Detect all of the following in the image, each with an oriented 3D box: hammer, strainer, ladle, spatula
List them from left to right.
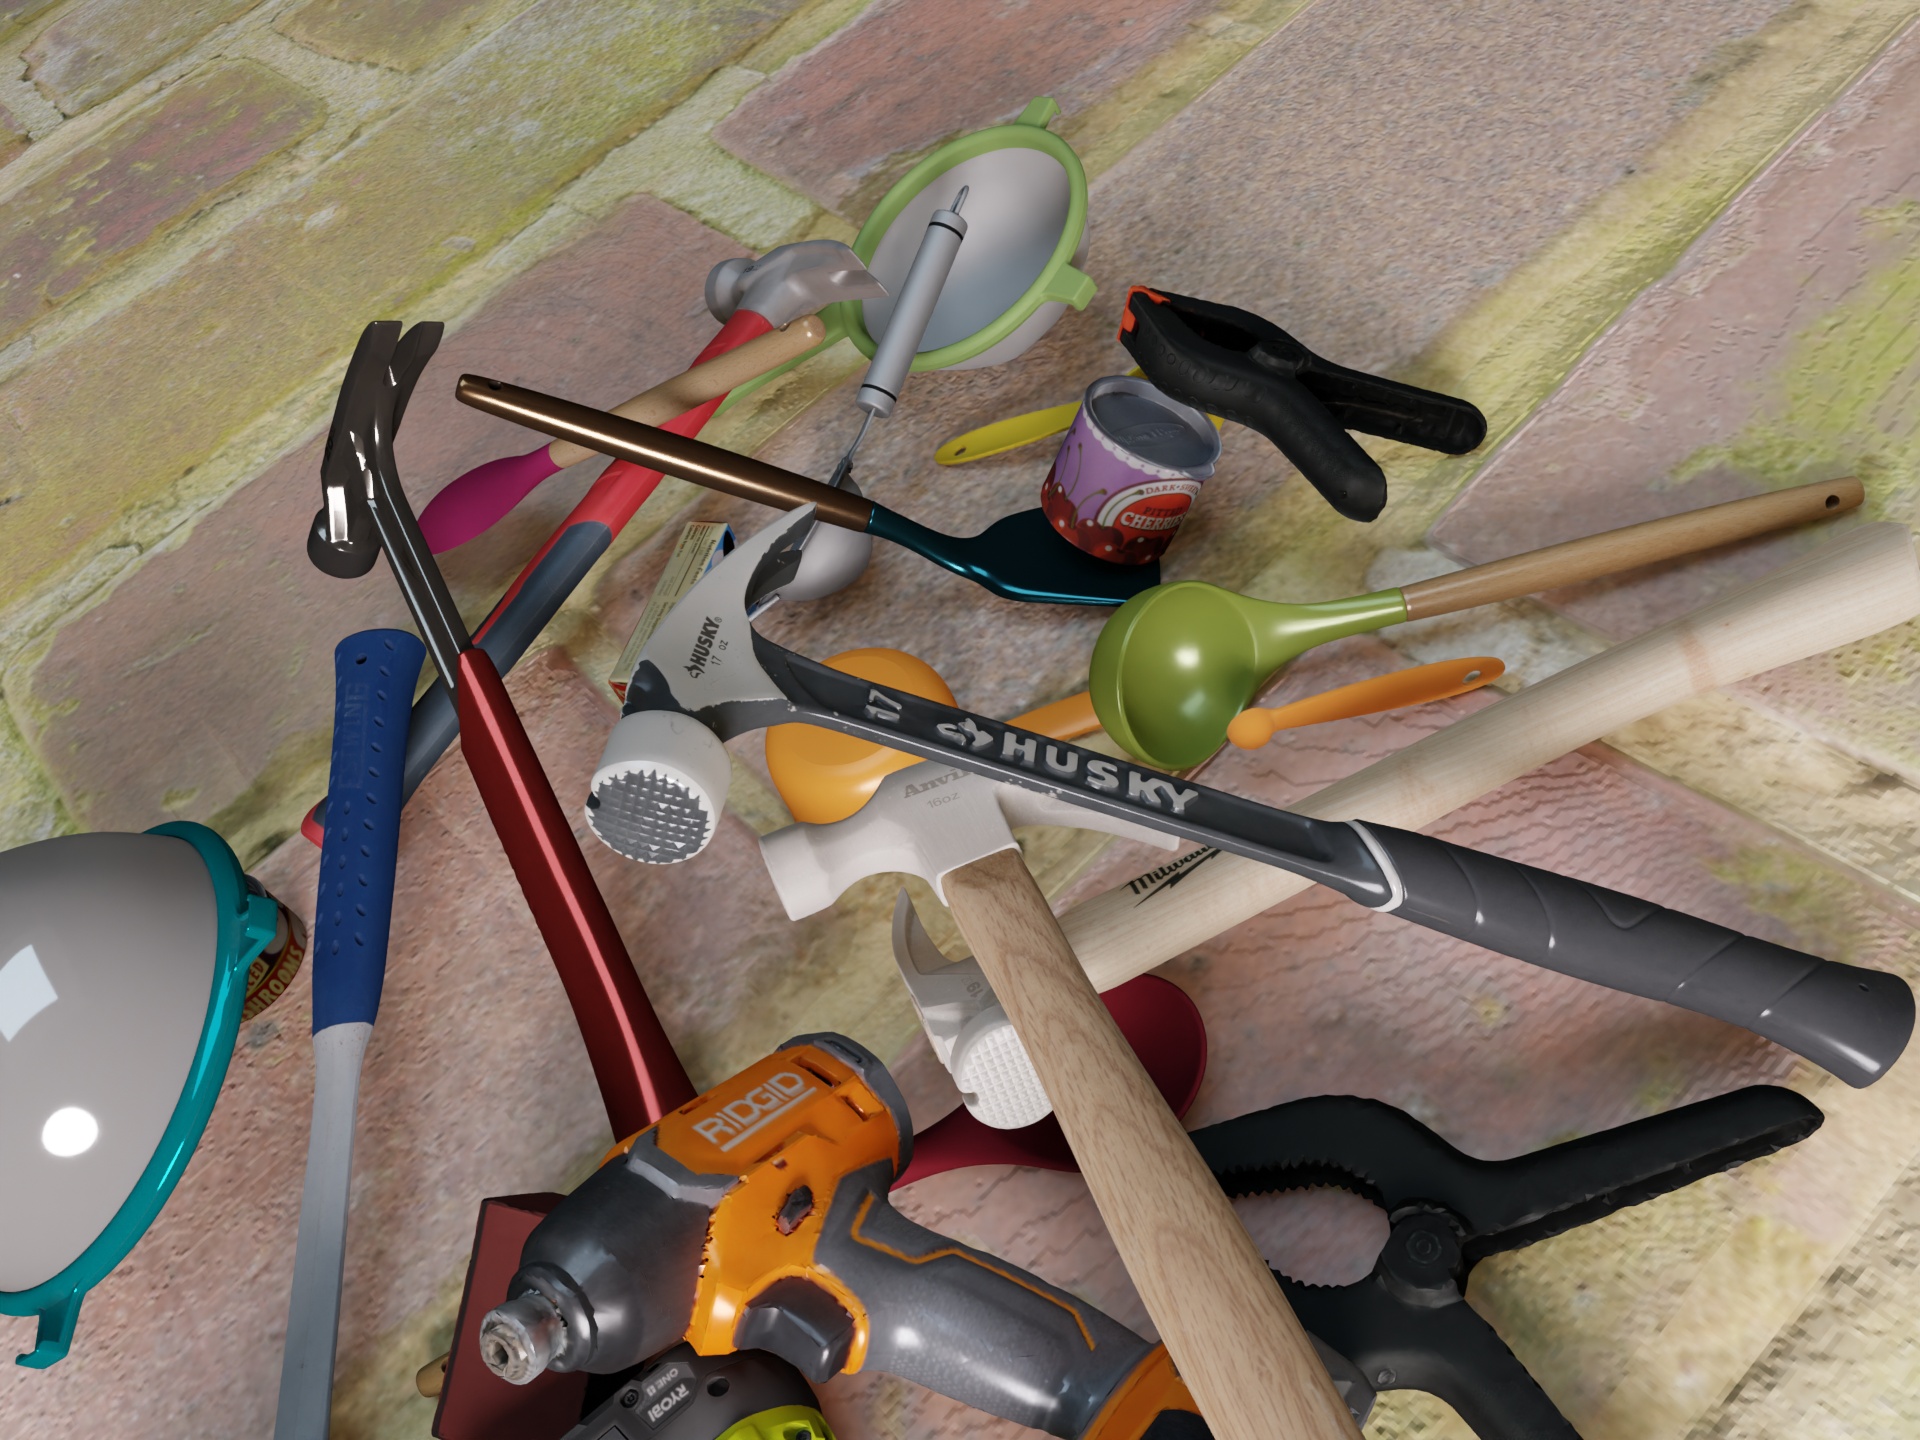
[{"bbox_3d":[-0.438,0.115,0.696,0.341,0.095,0.211,17,80,43],"label":"strainer"},{"bbox_3d":[-0.255,0.137,0.640,0.144,0.035,0.406,-17,56,13],"label":"hammer"},{"bbox_3d":[-0.181,0.015,0.643,0.036,0.149,0.359,-13,65,-40],"label":"hammer"},{"bbox_3d":[-0.183,-0.088,0.788,0.143,0.038,0.386,15,66,53],"label":"hammer"},{"bbox_3d":[-0.055,0.177,0.575,0.315,0.031,0.069,-25,51,3],"label":"ladle"},{"bbox_3d":[-0.062,-0.108,0.710,0.317,0.044,0.082,15,46,-18],"label":"spatula"},{"bbox_3d":[-0.043,-0.149,0.784,0.050,0.087,0.258,23,83,-12],"label":"strainer"},{"bbox_3d":[-0.030,-0.218,0.873,0.256,0.069,0.152,-24,55,25],"label":"strainer"},{"bbox_3d":[0.050,0.119,0.439,0.130,0.031,0.332,-22,44,-9],"label":"hammer"},{"bbox_3d":[0.103,0.036,0.484,0.409,0.036,0.149,17,37,-7],"label":"hammer"},{"bbox_3d":[0.169,0.019,0.592,0.410,0.038,0.146,-25,18,-7],"label":"hammer"},{"bbox_3d":[0.207,-0.049,0.640,0.320,0.078,0.062,-14,22,3],"label":"ladle"}]

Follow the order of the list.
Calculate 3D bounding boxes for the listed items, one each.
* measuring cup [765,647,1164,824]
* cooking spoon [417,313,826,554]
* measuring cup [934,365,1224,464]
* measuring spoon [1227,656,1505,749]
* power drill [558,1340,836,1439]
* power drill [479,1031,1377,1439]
[{"bbox_3d":[-0.001,-0.002,0.681,0.173,0.052,0.095,-18,48,9],"label":"measuring cup"},{"bbox_3d":[-0.185,-0.142,0.795,0.319,0.017,0.069,-14,45,38],"label":"cooking spoon"},{"bbox_3d":[0.059,-0.143,0.799,0.156,0.029,0.062,-10,49,29],"label":"measuring cup"},{"bbox_3d":[0.163,-0.006,0.631,0.117,0.021,0.011,-13,48,-5],"label":"measuring spoon"},{"bbox_3d":[-0.059,0.311,0.434,0.190,0.080,0.229,-38,52,-12],"label":"power drill"},{"bbox_3d":[-0.015,0.185,0.455,0.227,0.084,0.164,26,24,25],"label":"power drill"}]
